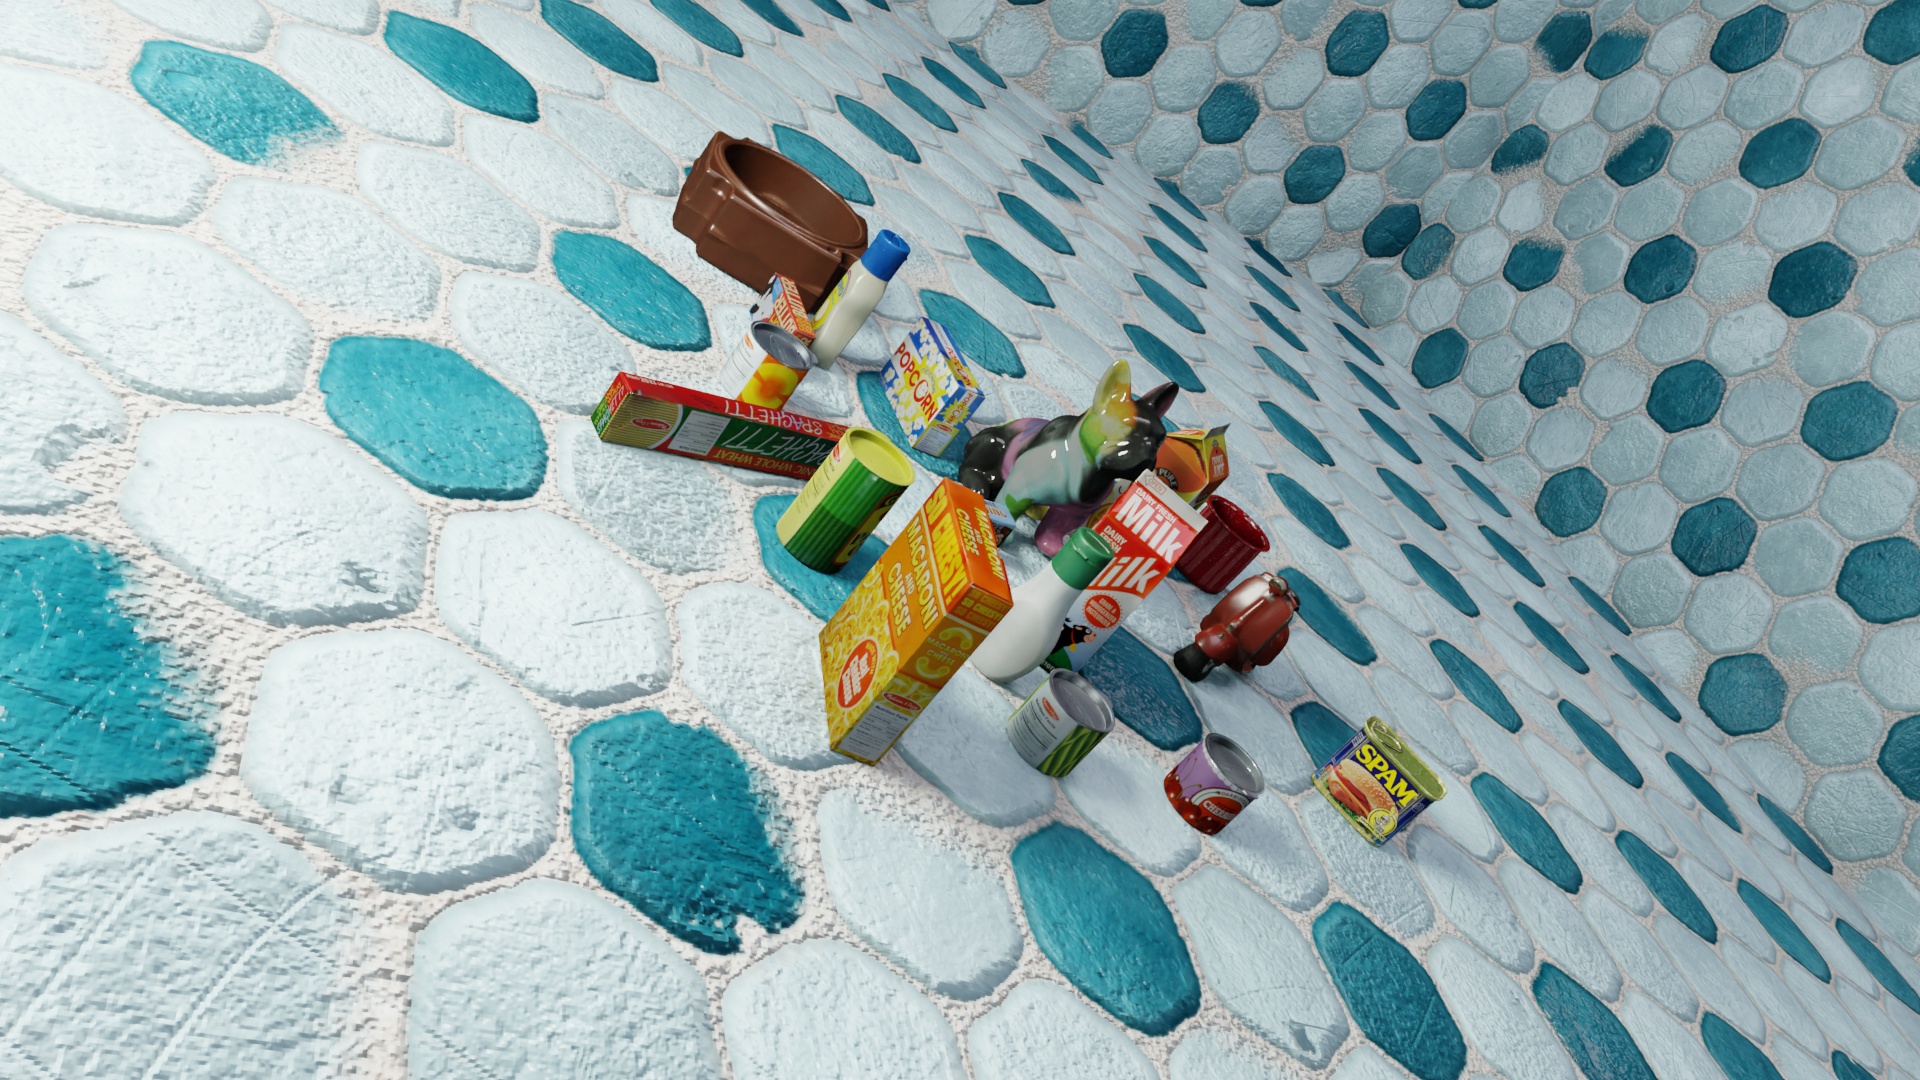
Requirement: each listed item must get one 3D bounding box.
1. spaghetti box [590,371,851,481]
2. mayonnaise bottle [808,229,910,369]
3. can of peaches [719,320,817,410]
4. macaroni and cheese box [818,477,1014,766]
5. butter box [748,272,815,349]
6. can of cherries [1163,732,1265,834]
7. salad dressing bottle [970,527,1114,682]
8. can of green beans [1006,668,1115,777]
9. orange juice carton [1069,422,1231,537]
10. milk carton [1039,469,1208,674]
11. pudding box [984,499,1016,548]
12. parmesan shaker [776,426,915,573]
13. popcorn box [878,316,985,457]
[{"bbox_3d":[-0.182,-0.087,1.138,0.250,0.050,0.029,10,38,-47],"label":"spaghetti box"},{"bbox_3d":[-0.106,-0.243,1.387,0.041,0.147,0.065,28,27,-24],"label":"mayonnaise bottle"},{"bbox_3d":[-0.173,-0.154,1.253,0.071,0.058,0.071,32,26,-17],"label":"can of peaches"},{"bbox_3d":[-0.035,0.056,0.966,0.040,0.165,0.124,27,28,-27],"label":"macaroni and cheese box"},{"bbox_3d":[-0.174,-0.210,1.351,0.024,0.053,0.104,20,31,-36],"label":"butter box"},{"bbox_3d":[0.217,0.210,1.187,0.071,0.058,0.072,32,26,-17],"label":"can of cherries"},{"bbox_3d":[0.066,0.053,1.134,0.064,0.147,0.044,46,25,12],"label":"salad dressing bottle"},{"bbox_3d":[0.079,0.145,1.104,0.071,0.057,0.071,32,26,-17],"label":"can of green beans"},{"bbox_3d":[0.210,-0.051,1.452,0.073,0.192,0.072,47,25,14],"label":"orange juice carton"},{"bbox_3d":[0.128,0.028,1.209,0.072,0.189,0.074,41,24,1],"label":"milk carton"},{"bbox_3d":[0.005,-0.016,1.279,0.084,0.049,0.030,17,33,-40],"label":"pudding box"},{"bbox_3d":[-0.092,-0.032,1.109,0.071,0.102,0.071,32,26,-17],"label":"parmesan shaker"},{"bbox_3d":[-0.032,-0.159,1.425,0.038,0.085,0.127,19,32,-38],"label":"popcorn box"}]
